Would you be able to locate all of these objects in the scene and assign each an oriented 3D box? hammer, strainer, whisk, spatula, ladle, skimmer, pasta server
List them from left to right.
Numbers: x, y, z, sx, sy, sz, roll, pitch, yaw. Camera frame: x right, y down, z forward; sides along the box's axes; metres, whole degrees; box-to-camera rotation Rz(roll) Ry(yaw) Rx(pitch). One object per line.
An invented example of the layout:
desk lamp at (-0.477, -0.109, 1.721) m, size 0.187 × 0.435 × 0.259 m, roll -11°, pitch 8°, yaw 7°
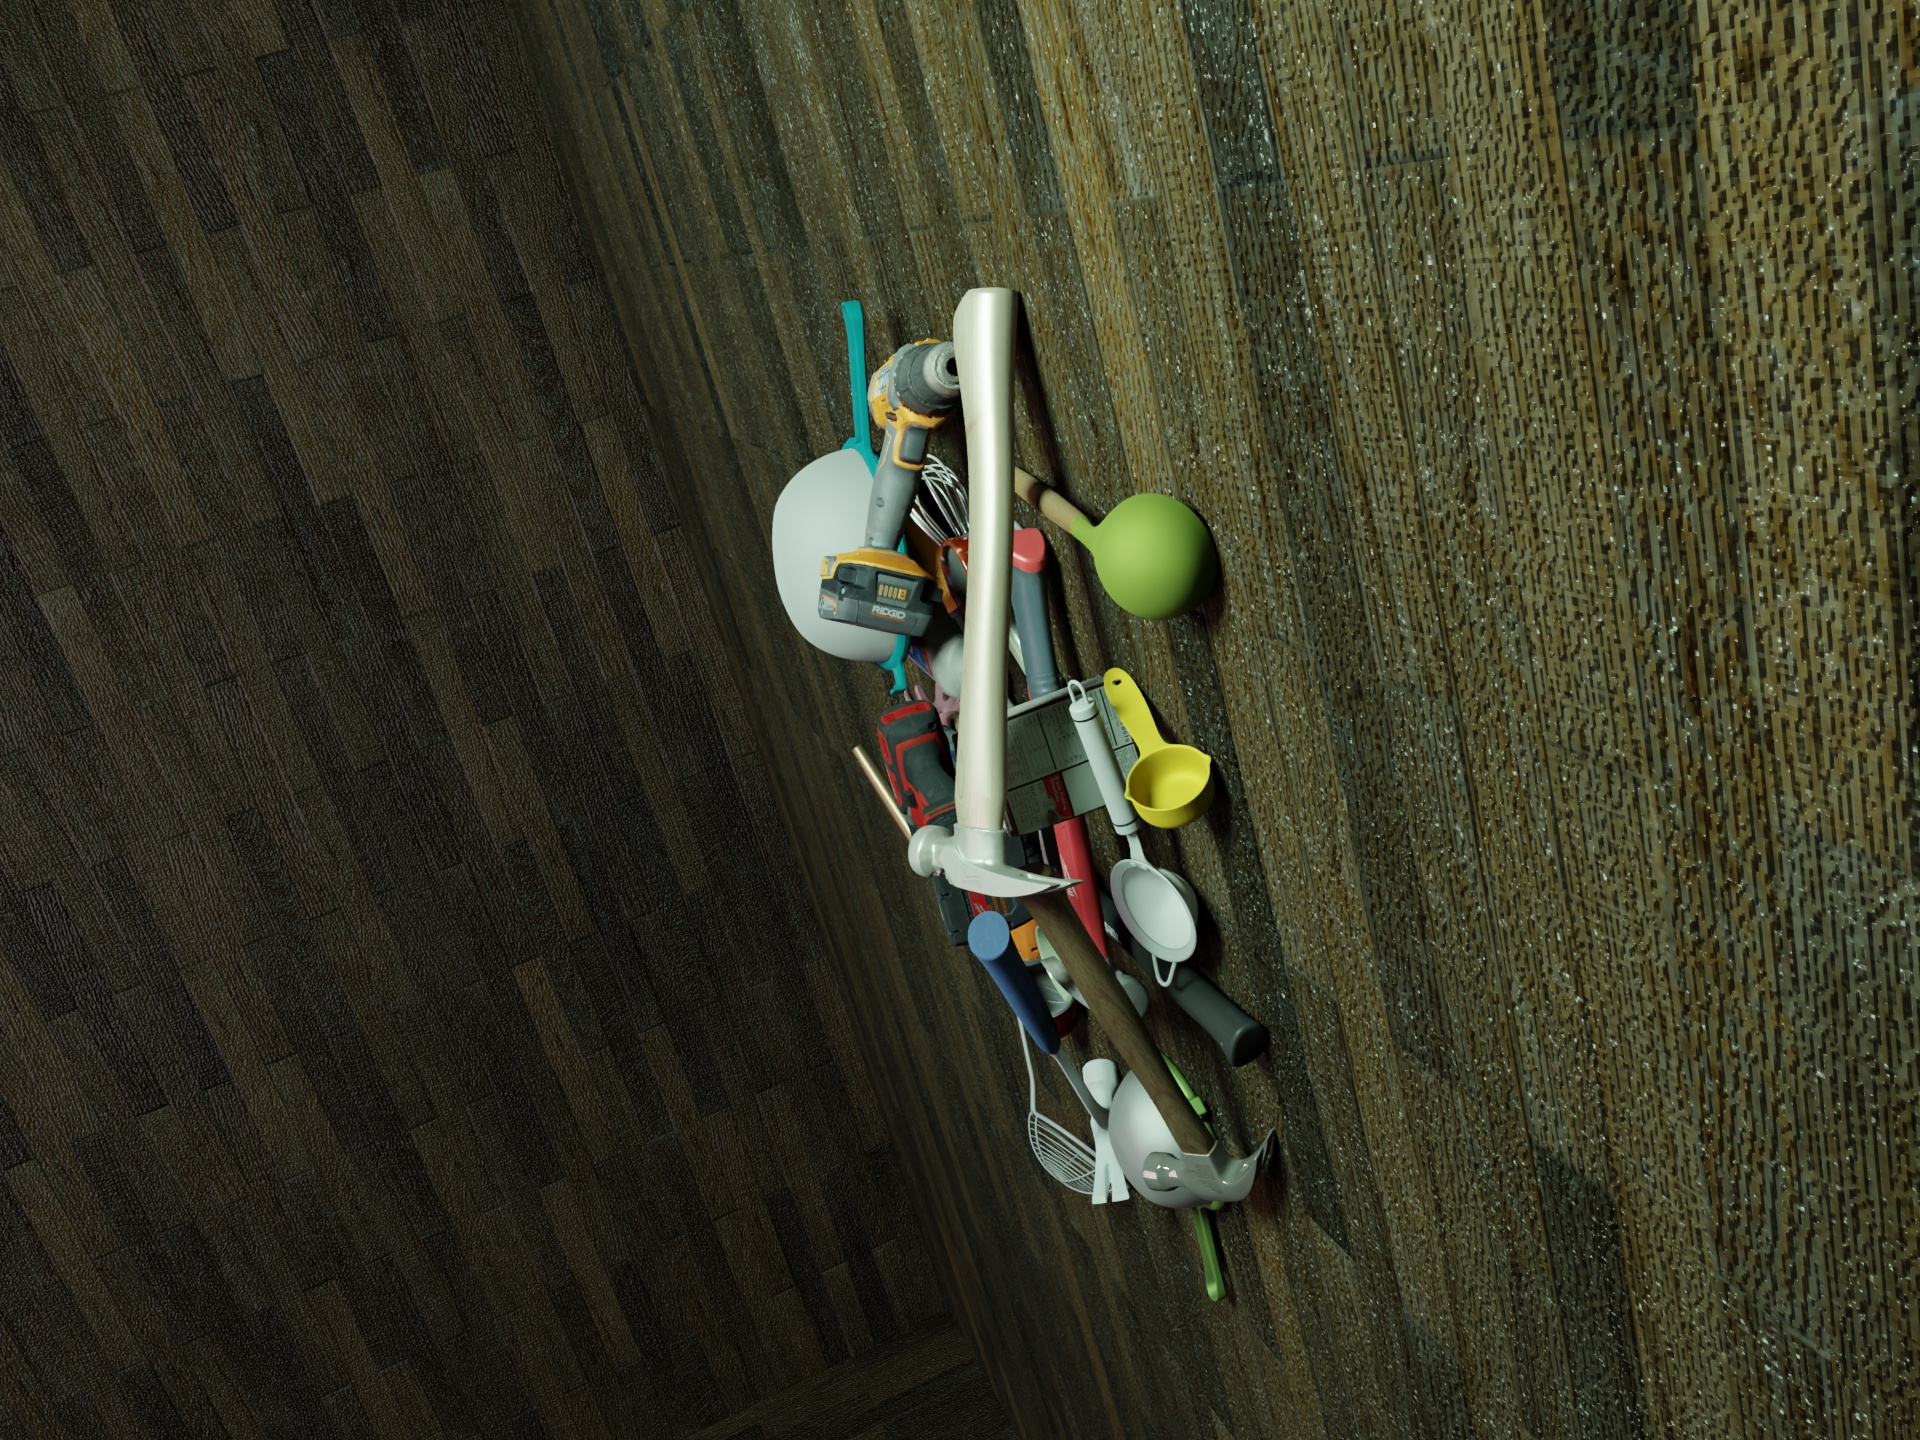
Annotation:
strainer at (-0.118, -0.194, 1.387) m, size 0.211 × 0.095 × 0.340 m, roll -122°, pitch 25°, yaw -52°
spatula at (-0.021, 0.155, 1.588) m, size 0.316 × 0.018 × 0.059 m, roll 56°, pitch 159°, yaw 15°
hammer at (-0.014, -0.118, 1.377) m, size 0.127 × 0.034 × 0.337 m, roll 36°, pitch -156°, yaw -54°
pasta server at (-0.002, -0.005, 1.448) m, size 0.316 × 0.060 × 0.040 m, roll -150°, pitch 48°, yaw -79°
whisk at (0.017, -0.120, 1.315) m, size 0.059 × 0.057 × 0.246 m, roll -47°, pitch 65°, yaw 41°
hammer at (0.026, -0.085, 1.085) m, size 0.146 × 0.038 × 0.410 m, roll 7°, pitch 98°, yaw 48°
skimmer at (0.096, 0.330, 1.705) m, size 0.127 × 0.090 × 0.363 m, roll 126°, pitch 132°, yaw -77°
hammer at (0.073, 0.041, 1.252) m, size 0.143 × 0.038 × 0.386 m, roll -157°, pitch 54°, yaw -69°
hammer at (0.083, 0.287, 1.374) m, size 0.405 × 0.035 × 0.144 m, roll 62°, pitch -161°, yaw -49°
ladle at (0.084, -0.138, 1.063) m, size 0.320 × 0.062 × 0.078 m, roll -126°, pitch 23°, yaw -66°
strainer at (0.124, 0.079, 1.143) m, size 0.087 × 0.050 × 0.258 m, roll 14°, pitch 134°, yaw 51°
hammer at (0.131, 0.240, 1.193) m, size 0.130 × 0.031 × 0.331 m, roll -9°, pitch 120°, yaw 44°
hammer at (0.147, 0.180, 1.276) m, size 0.335 × 0.035 × 0.146 m, roll -141°, pitch 32°, yaw -63°
strainer at (0.183, 0.419, 1.416) m, size 0.152 × 0.069 × 0.256 m, roll -147°, pitch 40°, yaw -67°

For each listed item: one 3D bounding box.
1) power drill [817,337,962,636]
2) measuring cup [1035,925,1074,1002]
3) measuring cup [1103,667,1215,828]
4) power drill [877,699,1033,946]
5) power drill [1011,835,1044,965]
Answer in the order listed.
power drill at (-0.042, -0.182, 1.226) m, size 0.185 × 0.084 × 0.226 m, roll -165°, pitch 87°, yaw -75°
measuring cup at (0.118, 0.228, 1.455) m, size 0.168 × 0.038 × 0.083 m, roll 22°, pitch 131°, yaw 69°
measuring cup at (0.130, 0.017, 1.095) m, size 0.157 × 0.062 × 0.029 m, roll -111°, pitch -6°, yaw -51°
power drill at (-0.006, 0.104, 1.378) m, size 0.227 × 0.080 × 0.187 m, roll -124°, pitch 18°, yaw -60°
power drill at (0.020, 0.117, 1.579) m, size 0.227 × 0.084 × 0.164 m, roll 51°, pitch 158°, yaw 41°
